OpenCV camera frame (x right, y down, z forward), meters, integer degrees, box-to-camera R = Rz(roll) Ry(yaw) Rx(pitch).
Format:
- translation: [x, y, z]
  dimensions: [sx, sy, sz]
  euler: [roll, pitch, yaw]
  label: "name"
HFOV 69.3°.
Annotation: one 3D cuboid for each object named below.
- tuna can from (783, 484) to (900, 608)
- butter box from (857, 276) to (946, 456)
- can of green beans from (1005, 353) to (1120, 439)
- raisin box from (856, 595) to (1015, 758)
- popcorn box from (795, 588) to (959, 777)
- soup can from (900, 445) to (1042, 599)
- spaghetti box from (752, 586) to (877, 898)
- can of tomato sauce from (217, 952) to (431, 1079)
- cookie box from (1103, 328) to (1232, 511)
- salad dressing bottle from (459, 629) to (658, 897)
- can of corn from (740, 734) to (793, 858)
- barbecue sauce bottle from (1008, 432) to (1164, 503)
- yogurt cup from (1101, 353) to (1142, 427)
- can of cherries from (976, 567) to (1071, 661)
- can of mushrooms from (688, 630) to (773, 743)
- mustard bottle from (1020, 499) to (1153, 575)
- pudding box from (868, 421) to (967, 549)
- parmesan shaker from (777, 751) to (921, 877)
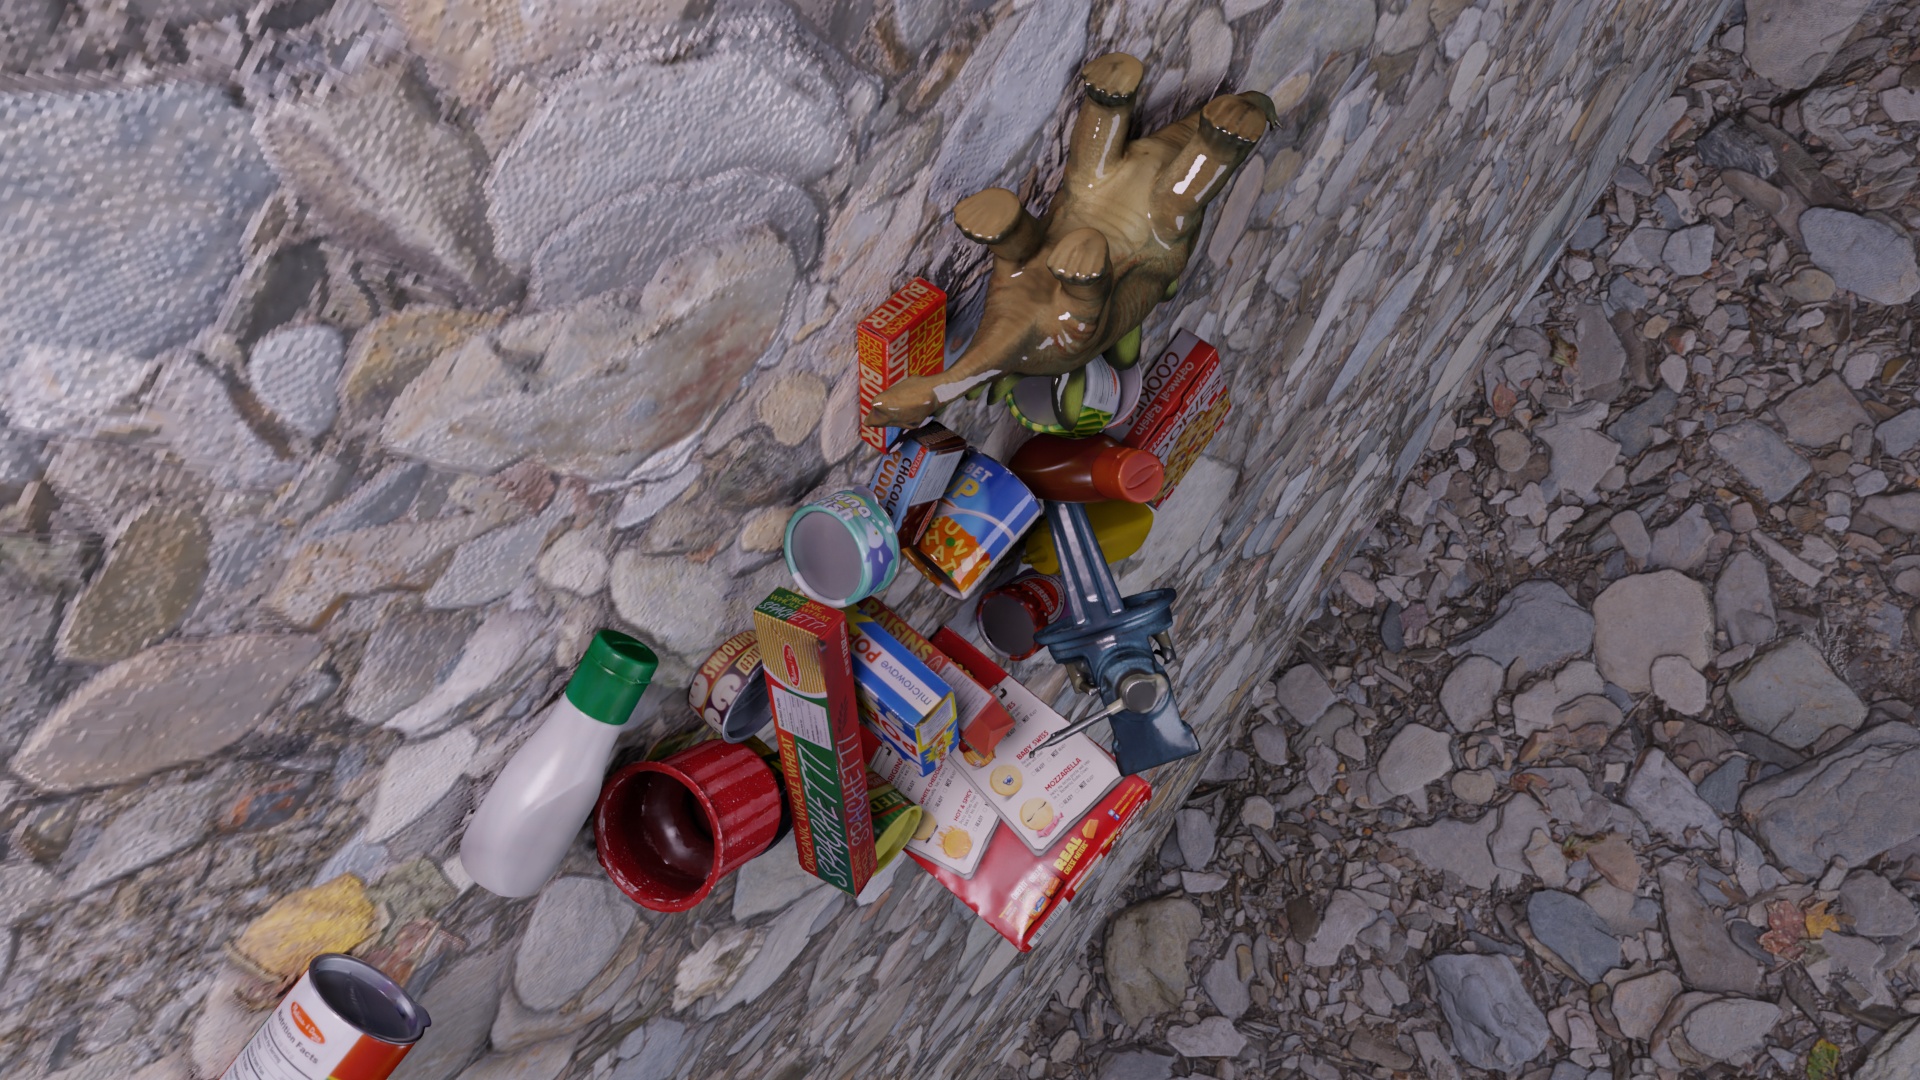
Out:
- translation: [-0.071, 0.003, 0.829]
  dimensions: [0.033, 0.071, 0.070]
  euler: [-25, 145, -50]
  label: "tuna can"
- translation: [-0.034, -0.100, 0.808]
  dimensions: [0.053, 0.024, 0.103]
  euler: [-44, 157, -27]
  label: "butter box"
- translation: [0.071, -0.105, 0.965]
  dimensions: [0.071, 0.071, 0.058]
  euler: [-59, 158, 13]
  label: "can of green beans"
- translation: [-0.024, 0.097, 0.994]
  dimensions: [0.040, 0.123, 0.086]
  euler: [-50, 159, -6]
  label: "raisin box"
- translation: [-0.058, 0.088, 0.903]
  dimensions: [0.038, 0.127, 0.085]
  euler: [-43, 156, -19]
  label: "popcorn box"
- translation: [0.003, -0.012, 0.970]
  dimensions: [0.084, 0.071, 0.071]
  euler: [-48, 158, -13]
  label: "soup can"
- translation: [-0.089, 0.134, 0.879]
  dimensions: [0.029, 0.050, 0.248]
  euler: [-47, 146, -39]
  label: "spaghetti box"
- translation: [-0.320, 0.261, 0.692]
  dimensions: [0.083, 0.071, 0.071]
  euler: [-52, 159, -4]
  label: "can of tomato sauce"
- translation: [0.190, -0.105, 1.257]
  dimensions: [0.123, 0.040, 0.167]
  euler: [-53, 159, -2]
  label: "cookie box"
- translation: [-0.211, 0.118, 0.739]
  dimensions: [0.147, 0.044, 0.064]
  euler: [-58, 157, 8]
  label: "salad dressing bottle"
- translation: [-0.142, 0.170, 0.944]
  dimensions: [0.071, 0.058, 0.070]
  euler: [-44, 157, -24]
  label: "can of corn"
- translation: [0.092, -0.052, 0.999]
  dimensions: [0.065, 0.148, 0.043]
  euler: [-33, 108, -17]
  label: "barbecue sauce bottle"
- translation: [0.103, -0.113, 1.027]
  dimensions: [0.072, 0.072, 0.054]
  euler: [-56, 167, 5]
  label: "yogurt cup"
- translation: [0.057, 0.061, 1.191]
  dimensions: [0.058, 0.071, 0.071]
  euler: [-28, 147, -47]
  label: "can of cherries"
- translation: [-0.135, 0.090, 0.870]
  dimensions: [0.071, 0.033, 0.070]
  euler: [-44, 157, -24]
  label: "can of mushrooms"
- translation: [0.101, -0.003, 1.199]
  dimensions: [0.161, 0.065, 0.048]
  euler: [-21, 137, -44]
  label: "mustard bottle"
- translation: [-0.034, -0.034, 0.901]
  dimensions: [0.050, 0.030, 0.083]
  euler: [-19, 140, -58]
  label: "pudding box"
- translation: [-0.090, 0.193, 1.029]
  dimensions: [0.071, 0.103, 0.071]
  euler: [-45, 157, -24]
  label: "parmesan shaker"
